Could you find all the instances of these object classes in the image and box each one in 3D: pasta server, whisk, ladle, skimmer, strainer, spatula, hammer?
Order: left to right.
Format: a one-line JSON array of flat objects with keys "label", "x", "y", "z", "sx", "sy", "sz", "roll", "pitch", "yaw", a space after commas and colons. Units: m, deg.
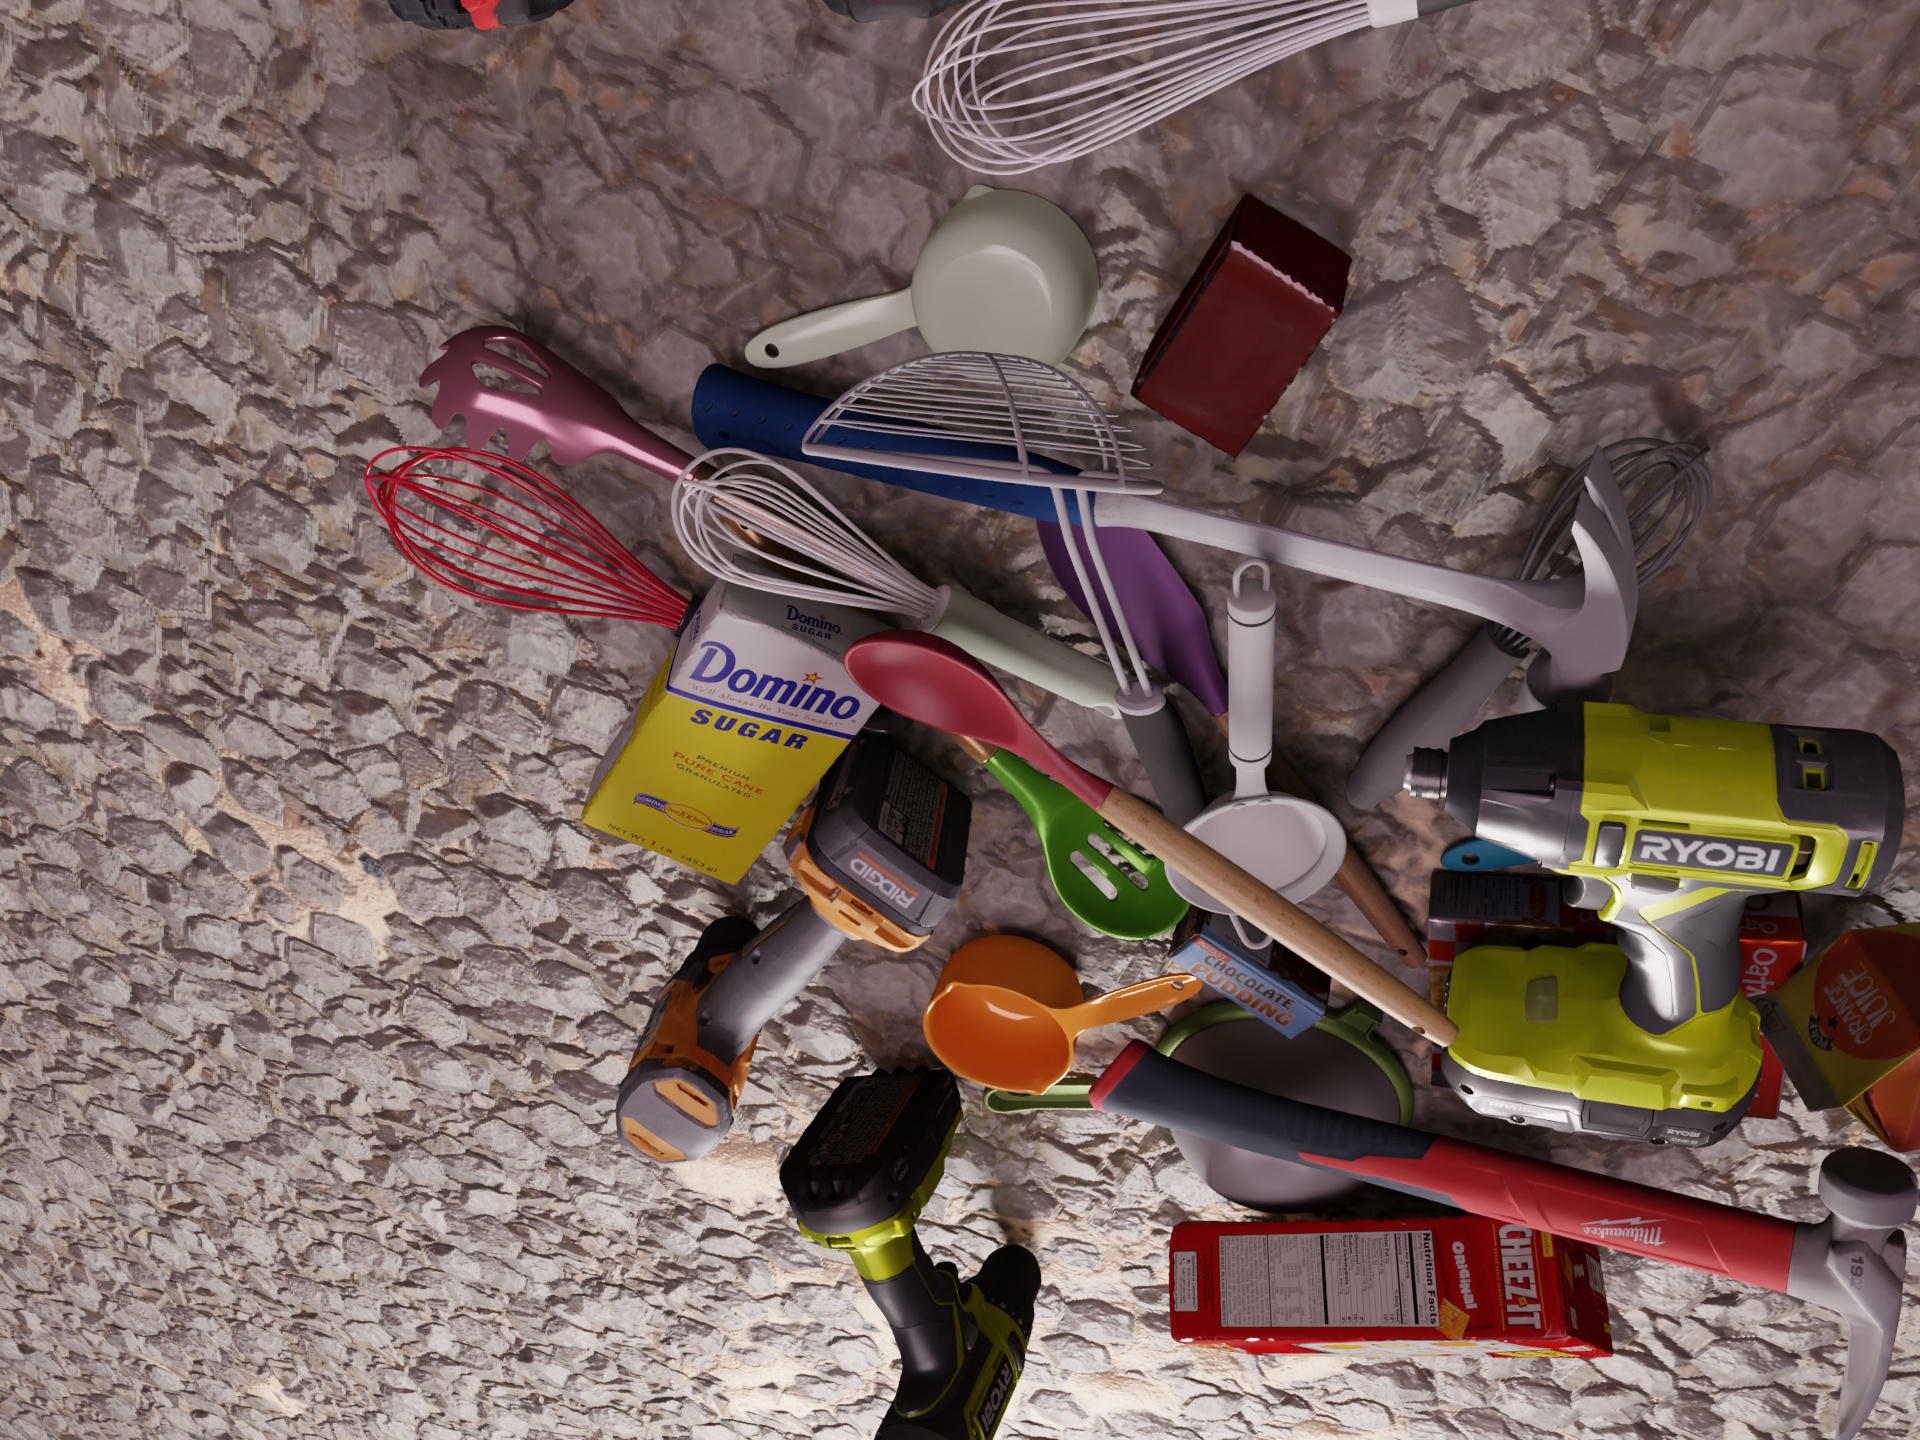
[{"label": "whisk", "x": -0.156, "y": -0.061, "z": 0.798, "sx": 0.295, "sy": 0.073, "sz": 0.073, "roll": 25, "pitch": 131, "yaw": -10}, {"label": "pasta server", "x": -0.103, "y": -0.101, "z": 0.754, "sx": 0.316, "sy": 0.060, "sz": 0.040, "roll": 27, "pitch": 158, "yaw": -12}, {"label": "whisk", "x": -0.018, "y": -0.055, "z": 0.730, "sx": 0.246, "sy": 0.059, "sz": 0.058, "roll": 24, "pitch": 167, "yaw": -21}, {"label": "skimmer", "x": 0.050, "y": -0.021, "z": 0.661, "sx": 0.127, "sy": 0.090, "sz": 0.362, "roll": 12, "pitch": 152, "yaw": 28}, {"label": "hammer", "x": 0.068, "y": -0.092, "z": 0.657, "sx": 0.405, "sy": 0.035, "sz": 0.144, "roll": 17, "pitch": 153, "yaw": 19}, {"label": "ladle", "x": 0.085, "y": 0.049, "z": 0.704, "sx": 0.315, "sy": 0.031, "sz": 0.069, "roll": 34, "pitch": 154, "yaw": 4}, {"label": "strainer", "x": 0.129, "y": 0.236, "z": 0.920, "sx": 0.256, "sy": 0.069, "sz": 0.151, "roll": -5, "pitch": 125, "yaw": 20}, {"label": "spatula", "x": 0.140, "y": 0.012, "z": 0.775, "sx": 0.060, "sy": 0.018, "sz": 0.315, "roll": -22, "pitch": 117, "yaw": 43}, {"label": "strainer", "x": 0.131, "y": 0.016, "z": 0.713, "sx": 0.087, "sy": 0.050, "sz": 0.258, "roll": -8, "pitch": 141, "yaw": 4}, {"label": "whisk", "x": 0.117, "y": -0.248, "z": 0.556, "sx": 0.284, "sy": 0.070, "sz": 0.070, "roll": -7, "pitch": 124, "yaw": 18}, {"label": "hammer", "x": 0.245, "y": 0.238, "z": 0.793, "sx": 0.386, "sy": 0.038, "sz": 0.143, "roll": 8, "pitch": 113, "yaw": 29}, {"label": "whisk", "x": 0.236, "y": -0.033, "z": 0.689, "sx": 0.055, "sy": 0.055, "sz": 0.238, "roll": 28, "pitch": 134, "yaw": -4}]

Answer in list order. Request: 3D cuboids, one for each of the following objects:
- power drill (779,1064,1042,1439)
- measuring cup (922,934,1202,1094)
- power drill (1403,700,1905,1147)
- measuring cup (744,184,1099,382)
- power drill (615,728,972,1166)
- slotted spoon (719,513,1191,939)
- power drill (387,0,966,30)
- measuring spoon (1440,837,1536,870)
[{"label": "power drill", "x": -0.017, "y": 0.335, "z": 0.995, "sx": 0.080, "sy": 0.190, "sz": 0.228, "roll": -11, "pitch": 108, "yaw": 26}, {"label": "measuring cup", "x": 0.061, "y": 0.151, "z": 0.890, "sx": 0.173, "sy": 0.052, "sz": 0.095, "roll": -22, "pitch": 117, "yaw": 30}, {"label": "power drill", "x": 0.271, "y": 0.084, "z": 0.668, "sx": 0.171, "sy": 0.080, "sz": 0.223, "roll": 5, "pitch": 138, "yaw": 16}, {"label": "measuring cup", "x": -0.024, "y": -0.169, "z": 0.675, "sx": 0.167, "sy": 0.038, "sz": 0.083, "roll": -10, "pitch": 123, "yaw": 23}, {"label": "power drill", "x": -0.091, "y": 0.111, "z": 0.858, "sx": 0.084, "sy": 0.185, "sz": 0.226, "roll": 37, "pitch": 110, "yaw": -11}, {"label": "slotted spoon", "x": -0.001, "y": -0.003, "z": 0.804, "sx": 0.313, "sy": 0.031, "sz": 0.070, "roll": 43, "pitch": 96, "yaw": -12}, {"label": "power drill", "x": -0.105, "y": -0.322, "z": 0.562, "sx": 0.220, "sy": 0.079, "sz": 0.143, "roll": 3, "pitch": 128, "yaw": 14}, {"label": "measuring spoon", "x": 0.293, "y": 0.062, "z": 0.757, "sx": 0.128, "sy": 0.021, "sz": 0.042, "roll": -13, "pitch": 121, "yaw": 26}]
